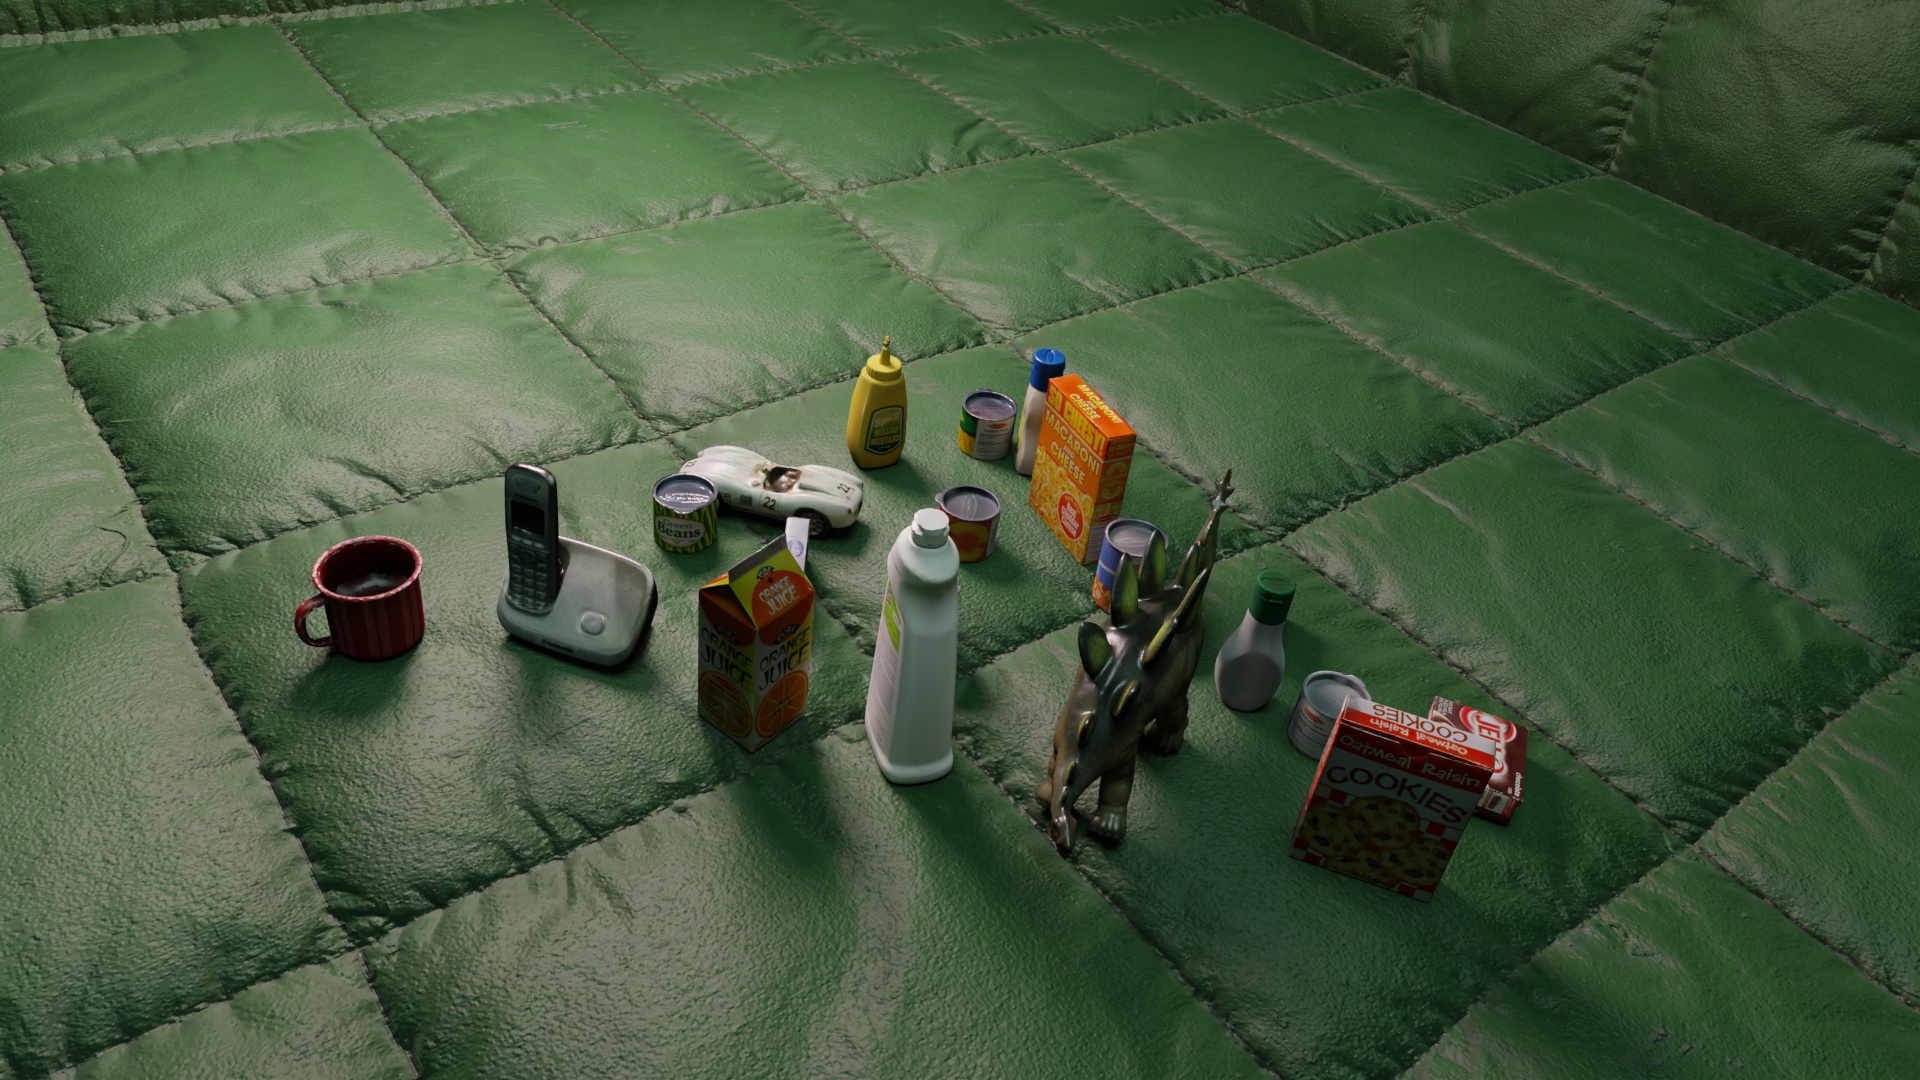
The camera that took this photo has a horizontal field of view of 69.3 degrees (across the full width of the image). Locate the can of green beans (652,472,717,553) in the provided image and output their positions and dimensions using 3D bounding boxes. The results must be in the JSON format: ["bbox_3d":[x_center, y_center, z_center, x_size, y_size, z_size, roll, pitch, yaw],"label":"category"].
[{"bbox_3d":[-0.286,-0.029,1.444,0.071,0.057,0.071,5,37,-4],"label":"can of green beans"}]

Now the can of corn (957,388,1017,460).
[{"bbox_3d":[0.031,-0.138,1.650,0.071,0.058,0.071,5,37,-4],"label":"can of corn"}]

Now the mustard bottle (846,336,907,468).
[{"bbox_3d":[-0.091,-0.157,1.567,0.065,0.159,0.049,-13,42,-26],"label":"mustard bottle"}]

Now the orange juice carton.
[{"bbox_3d":[-0.179,0.084,1.207,0.073,0.191,0.072,30,42,26],"label":"orange juice carton"}]

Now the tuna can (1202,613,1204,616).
[{"bbox_3d":[0.210,0.087,1.410,0.071,0.032,0.071,5,37,-4],"label":"tuna can"}]

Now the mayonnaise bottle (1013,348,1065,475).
[{"bbox_3d":[0.091,-0.149,1.602,0.041,0.147,0.065,8,37,0],"label":"mayonnaise bottle"}]

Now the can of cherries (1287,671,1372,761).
[{"bbox_3d":[0.350,0.166,1.313,0.071,0.058,0.072,5,37,-4],"label":"can of cherries"}]

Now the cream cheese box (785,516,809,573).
[{"bbox_3d":[-0.167,0.028,1.397,0.024,0.053,0.104,4,37,-5],"label":"cream cheese box"}]

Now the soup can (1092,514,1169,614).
[{"bbox_3d":[0.175,0.027,1.440,0.071,0.083,0.072,5,37,-4],"label":"soup can"}]

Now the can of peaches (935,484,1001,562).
[{"bbox_3d":[0.005,-0.019,1.488,0.071,0.057,0.071,5,37,-4],"label":"can of peaches"}]

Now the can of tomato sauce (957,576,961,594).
[{"bbox_3d":[-0.036,0.068,1.346,0.071,0.082,0.071,5,37,-4],"label":"can of tomato sauce"}]

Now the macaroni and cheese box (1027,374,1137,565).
[{"bbox_3d":[0.129,-0.077,1.499,0.040,0.165,0.124,-13,42,-25],"label":"macaroni and cheese box"}]

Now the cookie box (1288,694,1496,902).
[{"bbox_3d":[0.357,0.217,1.157,0.123,0.166,0.040,17,38,11],"label":"cookie box"}]

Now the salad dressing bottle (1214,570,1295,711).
[{"bbox_3d":[0.283,0.096,1.318,0.064,0.146,0.044,9,37,1],"label":"salad dressing bottle"}]
